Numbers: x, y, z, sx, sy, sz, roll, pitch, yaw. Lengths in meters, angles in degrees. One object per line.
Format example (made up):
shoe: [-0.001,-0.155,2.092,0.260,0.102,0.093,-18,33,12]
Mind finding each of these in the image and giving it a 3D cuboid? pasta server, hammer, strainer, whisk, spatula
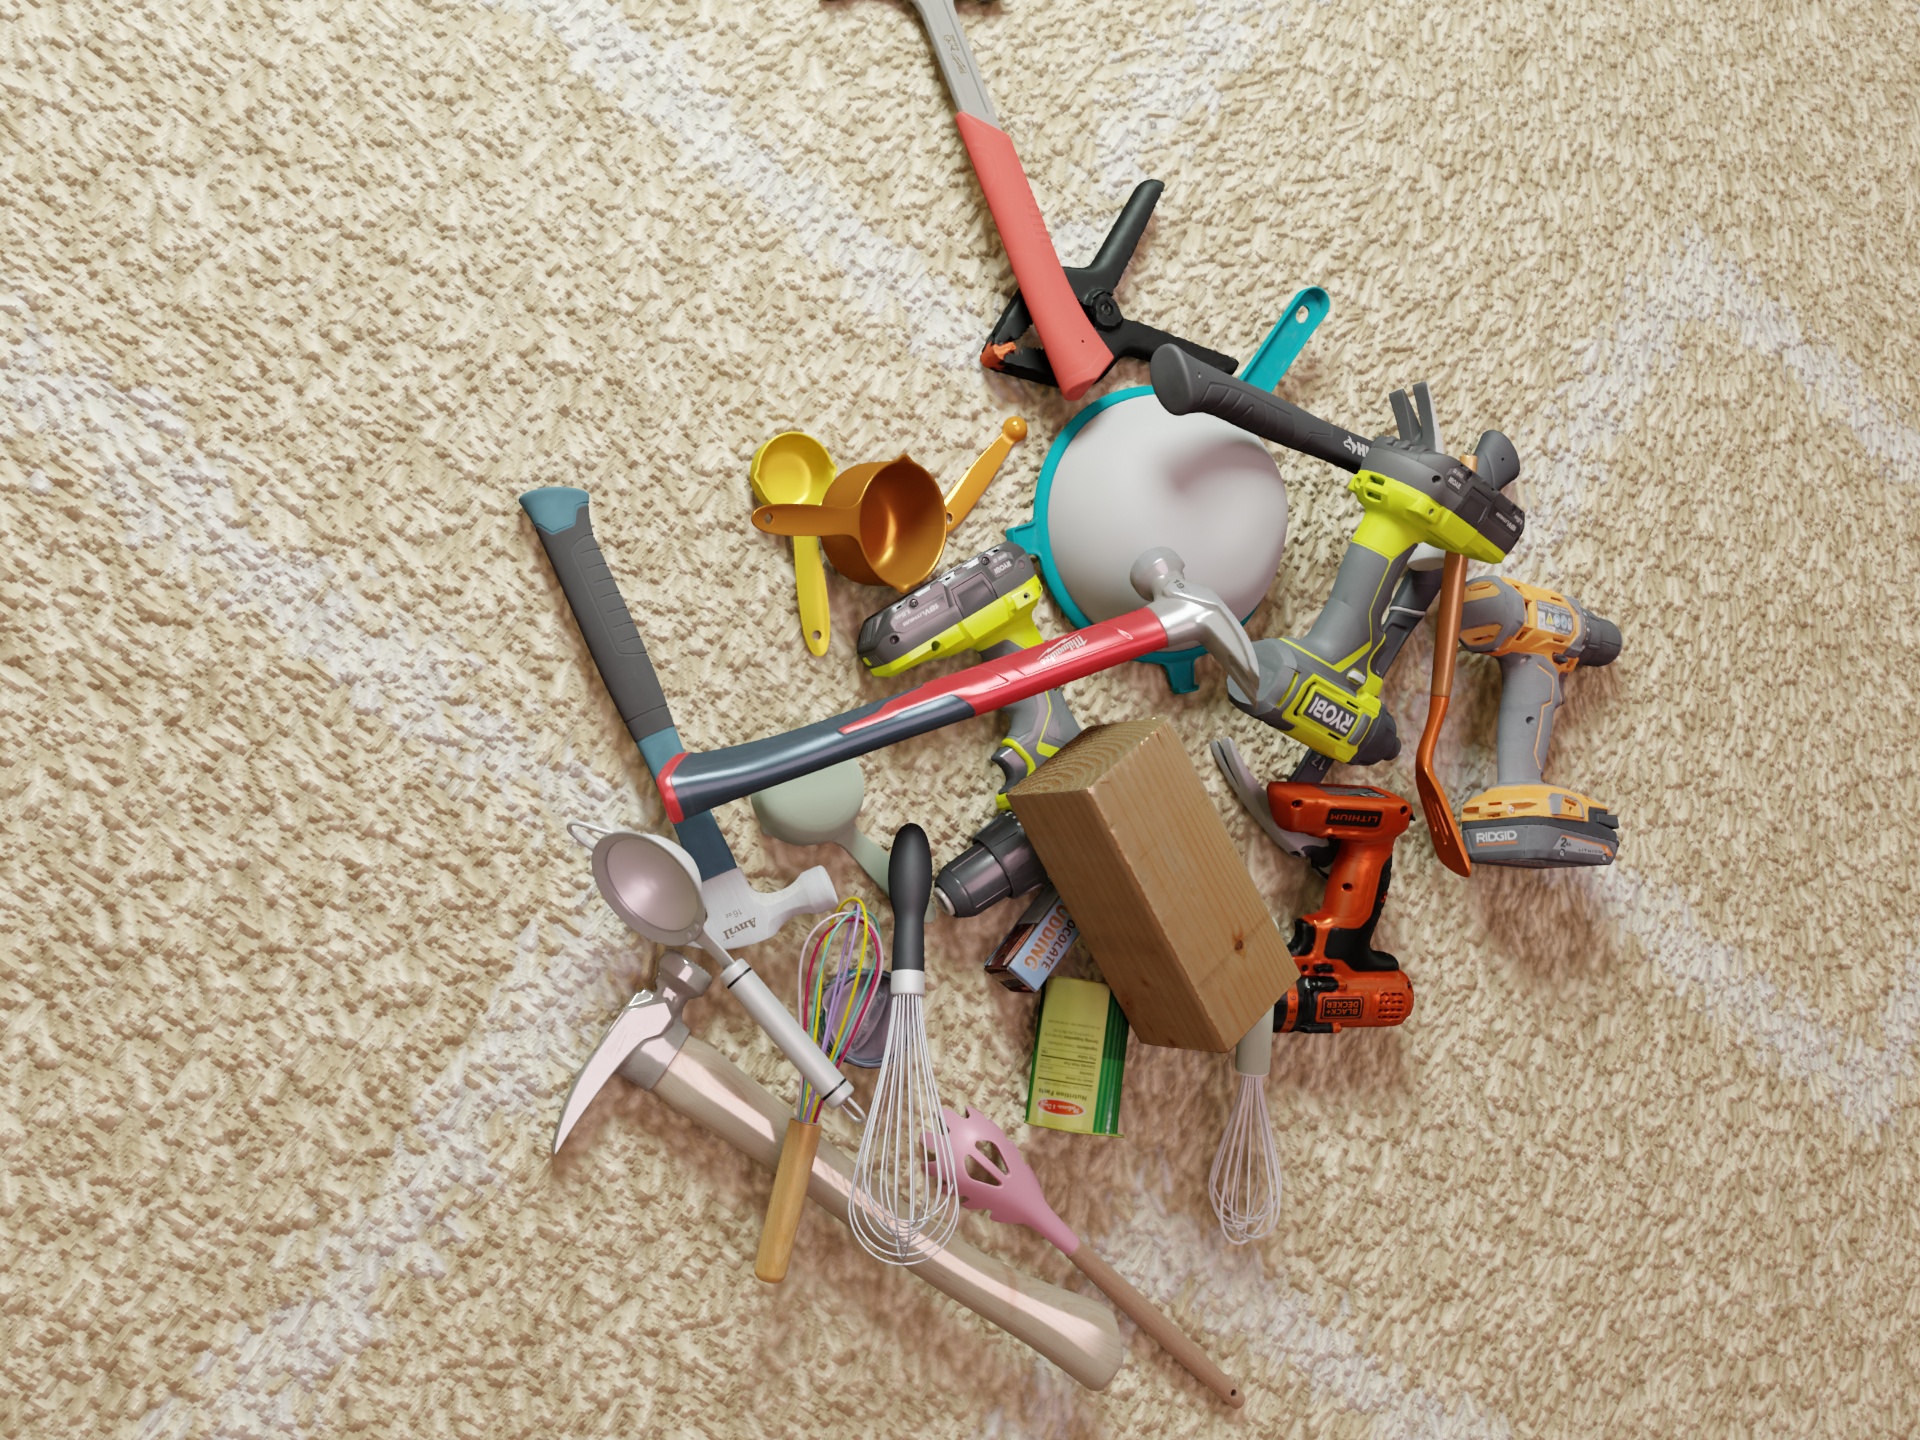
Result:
pasta server: [0.093,0.387,1.125,0.316,0.040,0.060,46,70,-14]
hammer: [0.344,-0.075,1.274,0.149,0.036,0.409,38,71,-11]
strainer: [-0.144,0.150,0.986,0.258,0.087,0.050,49,43,5]
hammer: [-0.068,0.326,1.045,0.410,0.038,0.146,37,74,-8]
whisk: [-0.036,0.204,1.033,0.070,0.070,0.285,8,69,-20]
hammer: [0.257,-0.214,1.167,0.334,0.035,0.146,11,74,-41]
whisk: [0.210,0.259,1.144,0.059,0.058,0.246,-4,100,-42]
hammer: [-0.204,-0.004,1.043,0.128,0.033,0.331,-24,88,-4]
whisk: [-0.094,0.233,1.014,0.051,0.047,0.245,23,78,-59]
strainer: [0.202,-0.199,1.184,0.211,0.095,0.340,39,77,-18]
hammer: [0.020,-0.401,1.165,0.149,0.036,0.359,-16,80,-22]
hammer: [-0.002,-0.003,1.018,0.386,0.038,0.143,-20,47,-12]
spatula: [0.383,-0.042,1.231,0.041,0.081,0.322,6,94,0]

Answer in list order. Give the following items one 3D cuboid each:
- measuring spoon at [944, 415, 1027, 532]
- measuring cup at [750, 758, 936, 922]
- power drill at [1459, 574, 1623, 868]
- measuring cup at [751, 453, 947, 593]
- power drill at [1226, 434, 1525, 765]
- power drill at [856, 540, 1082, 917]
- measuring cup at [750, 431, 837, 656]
measuring spoon: [0.015,-0.181,1.173,0.021,0.011,0.117,40,71,-12]
measuring cup: [-0.071,0.079,1.092,0.167,0.038,0.083,46,70,-8]
power drill: [0.476,0.004,1.284,0.185,0.084,0.226,8,78,-37]
measuring cup: [-0.086,-0.134,1.076,0.173,0.052,0.095,-5,98,-45]
power drill: [0.308,-0.079,1.164,0.171,0.080,0.223,24,97,-37]
power drill: [0.025,0.009,1.120,0.190,0.080,0.228,-32,97,-17]
measuring cup: [-0.113,-0.123,1.115,0.062,0.029,0.156,-11,99,-26]
